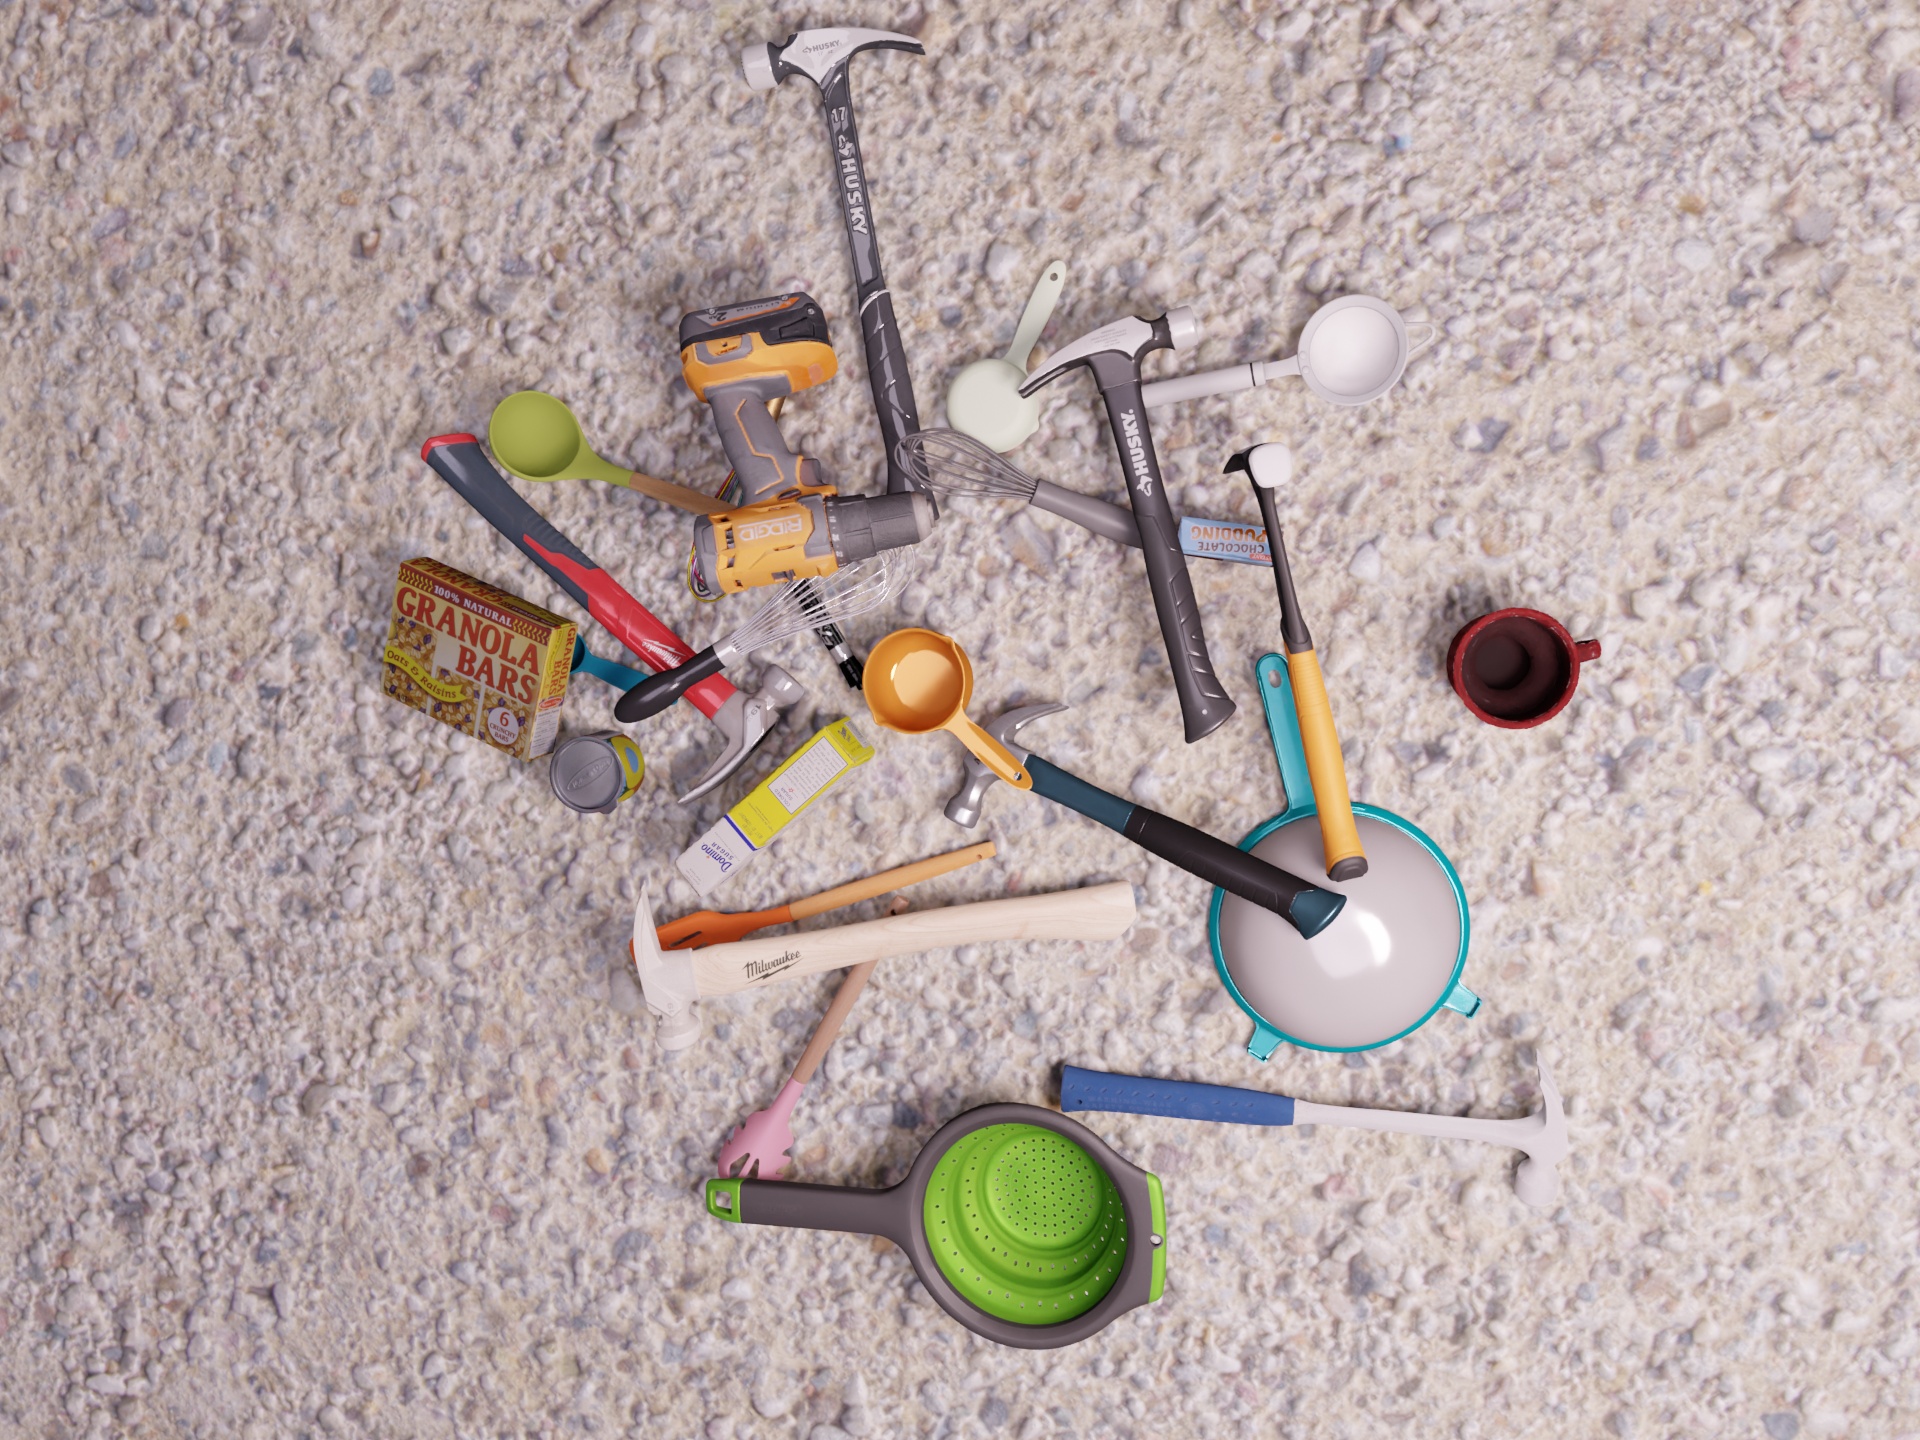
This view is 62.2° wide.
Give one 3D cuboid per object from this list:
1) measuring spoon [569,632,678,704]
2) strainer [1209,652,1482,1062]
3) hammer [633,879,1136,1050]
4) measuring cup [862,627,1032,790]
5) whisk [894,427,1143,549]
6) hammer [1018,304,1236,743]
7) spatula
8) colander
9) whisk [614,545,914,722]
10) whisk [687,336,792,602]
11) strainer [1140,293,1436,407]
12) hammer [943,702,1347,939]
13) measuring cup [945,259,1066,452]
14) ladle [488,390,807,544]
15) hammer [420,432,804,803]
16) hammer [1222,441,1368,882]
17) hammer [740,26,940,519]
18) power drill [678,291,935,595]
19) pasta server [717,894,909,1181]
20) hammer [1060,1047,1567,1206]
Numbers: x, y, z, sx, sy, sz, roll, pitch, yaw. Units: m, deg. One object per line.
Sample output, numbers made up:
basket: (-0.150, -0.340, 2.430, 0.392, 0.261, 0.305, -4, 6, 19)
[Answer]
measuring spoon: (-0.306, -0.041, 1.386, 0.128, 0.021, 0.042, 24, 78, -3)
strainer: (0.290, 0.114, 1.271, 0.211, 0.095, 0.340, -14, 94, 9)
hammer: (-0.061, 0.171, 1.311, 0.410, 0.038, 0.146, -9, 113, -3)
measuring cup: (-0.002, -0.004, 1.318, 0.174, 0.052, 0.095, 43, 100, 8)
whisk: (0.060, -0.183, 1.290, 0.239, 0.055, 0.055, 20, 98, -7)
hammer: (0.149, -0.147, 1.247, 0.146, 0.035, 0.335, -14, 87, 9)
spatula: (-0.122, 0.163, 1.363, 0.322, 0.041, 0.081, -19, 116, 8)
colander: (-0.018, 0.406, 1.349, 0.397, 0.094, 0.204, 0, 95, 15)
whisk: (-0.163, -0.073, 1.307, 0.284, 0.070, 0.070, -31, 90, 6)
whisk: (-0.176, -0.215, 1.341, 0.047, 0.051, 0.245, 19, 94, -15)
strainer: (0.245, -0.280, 1.270, 0.258, 0.050, 0.087, -9, 88, 15)
hammer: (0.149, 0.088, 1.275, 0.331, 0.033, 0.128, 26, 95, 23)
measuring cup: (0.044, -0.299, 1.296, 0.083, 0.038, 0.167, 27, 101, 5)
ladle: (-0.251, -0.197, 1.308, 0.320, 0.062, 0.078, 21, 69, 19)
hammer: (-0.322, -0.099, 1.360, 0.386, 0.038, 0.143, 41, 88, 4)
hammer: (0.258, -0.043, 1.208, 0.034, 0.127, 0.337, -13, 96, 3)
hammer: (-0.069, -0.365, 1.311, 0.149, 0.036, 0.409, -10, 94, 8)
power drill: (-0.125, -0.218, 1.251, 0.185, 0.084, 0.226, -10, 73, 1)
pasta server: (-0.125, 0.285, 1.376, 0.060, 0.040, 0.316, 30, 98, 5)
hammer: (0.285, 0.317, 1.304, 0.405, 0.035, 0.144, 3, 122, 12)
